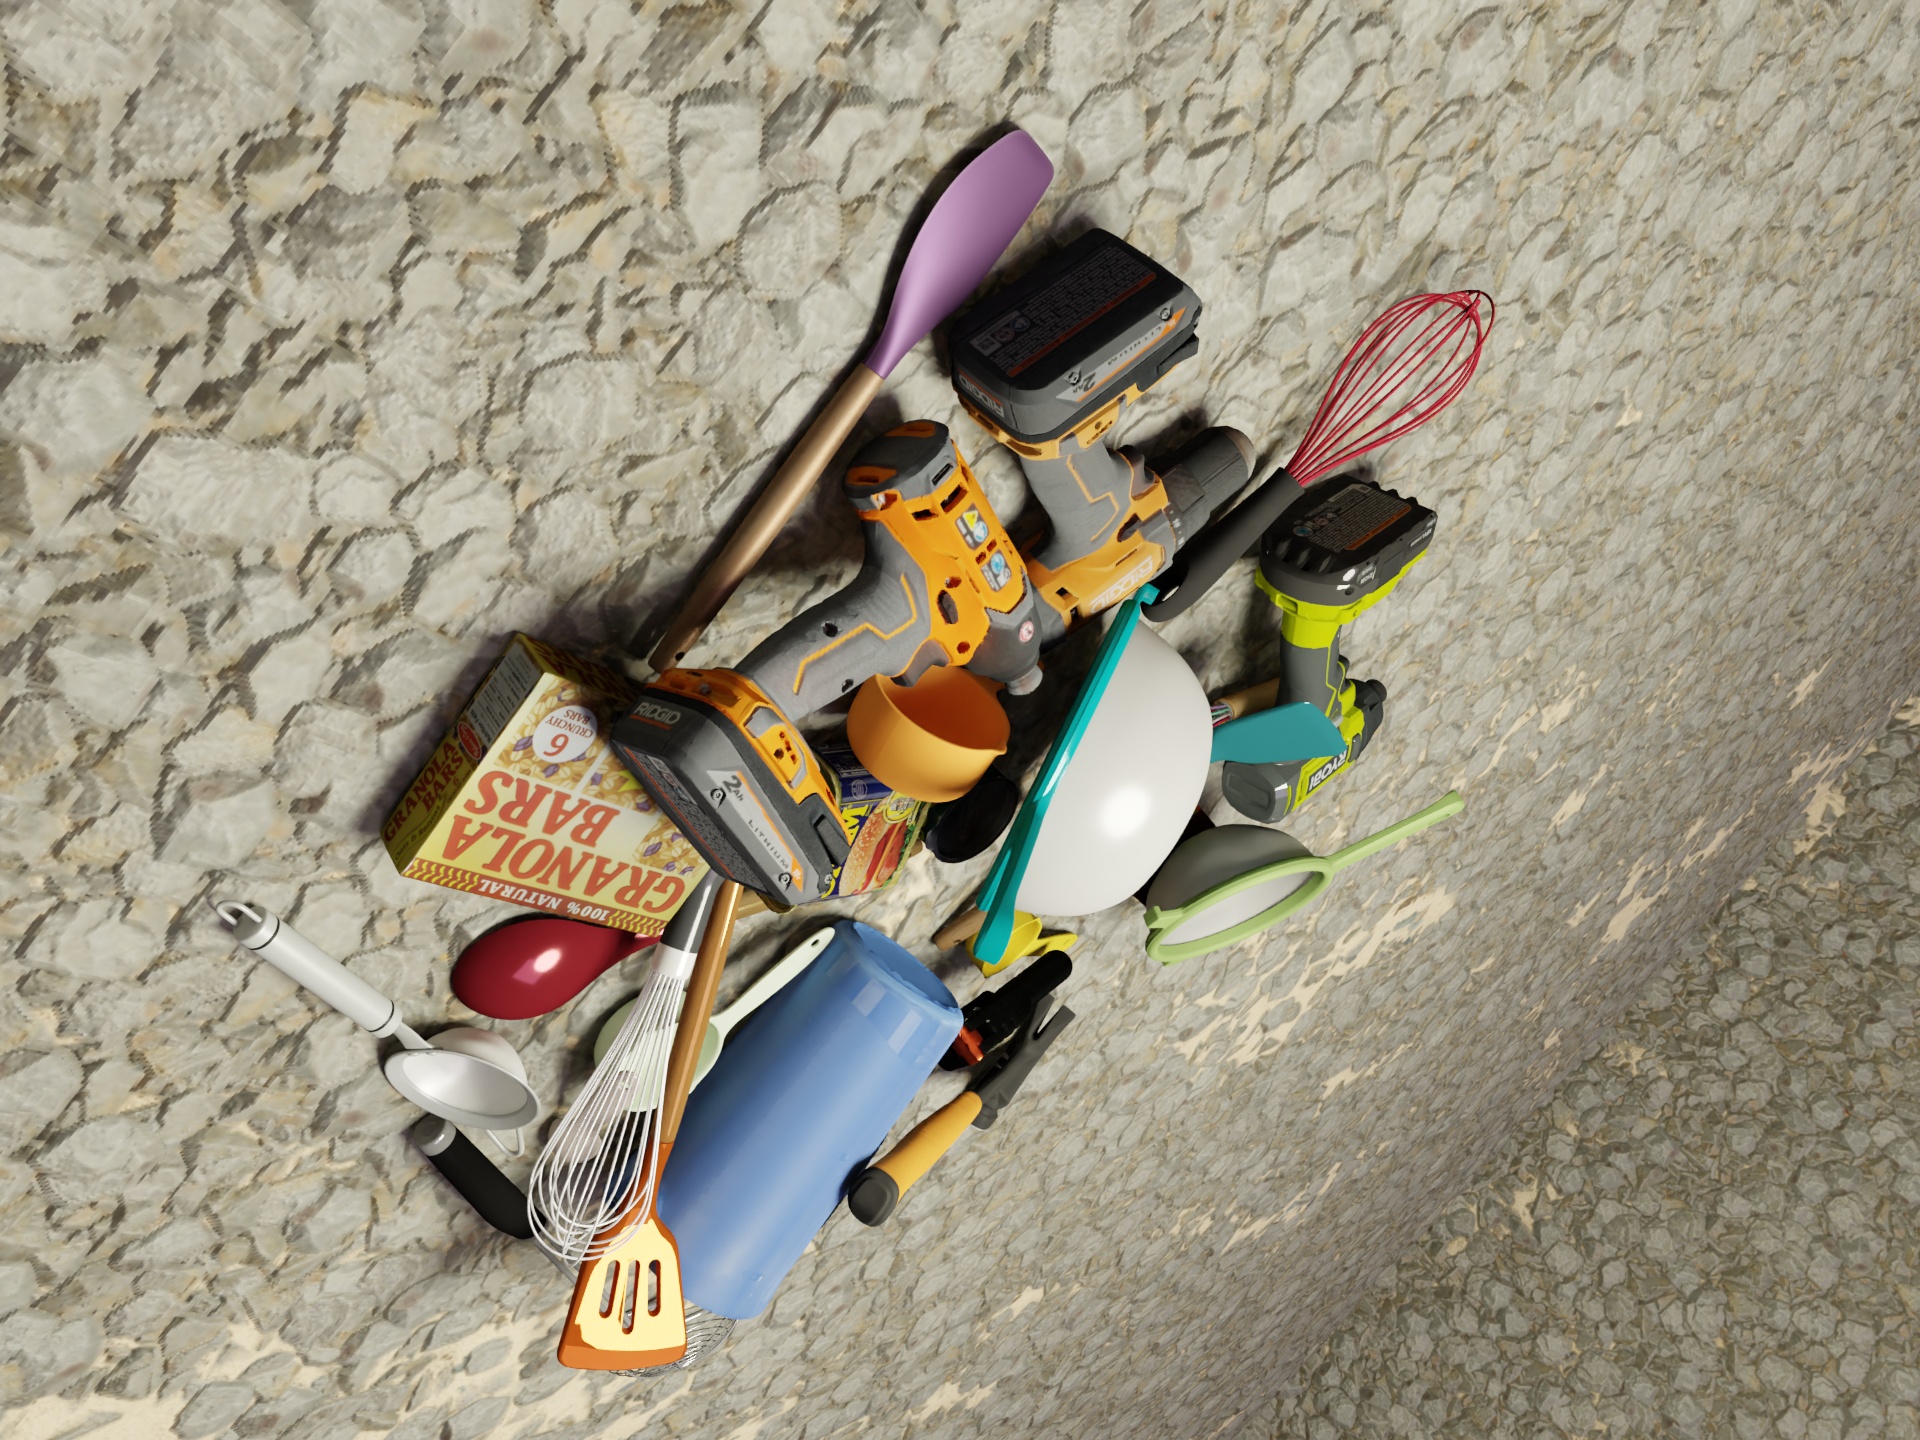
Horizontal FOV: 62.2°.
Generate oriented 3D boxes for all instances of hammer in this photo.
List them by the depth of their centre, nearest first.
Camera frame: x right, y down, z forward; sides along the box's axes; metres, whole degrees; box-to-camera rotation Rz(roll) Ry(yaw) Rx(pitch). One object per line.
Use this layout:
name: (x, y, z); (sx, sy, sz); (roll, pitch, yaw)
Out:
hammer: (-0.001, 0.284, 1.150); (0.127, 0.034, 0.337); (-56, 167, 12)

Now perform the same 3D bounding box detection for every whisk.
whisk: (-0.171, 0.164, 0.884); (0.070, 0.070, 0.284); (25, 83, -54)
whisk: (0.227, -0.169, 1.024); (0.296, 0.073, 0.073); (-44, 145, 6)
whisk: (0.177, -0.005, 1.151); (0.245, 0.047, 0.051); (-18, 149, -40)

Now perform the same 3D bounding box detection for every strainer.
strainer: (-0.292, 0.155, 0.820); (0.087, 0.050, 0.258); (-6, 143, 19)
strainer: (0.082, 0.062, 0.913); (0.211, 0.095, 0.340); (-65, 178, 25)
strainer: (0.242, 0.094, 1.178); (0.256, 0.069, 0.151); (-26, 156, 2)

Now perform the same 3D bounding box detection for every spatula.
spatula: (-0.059, -0.150, 0.776); (0.316, 0.018, 0.059); (-53, 149, 8)
spatula: (-0.165, 0.227, 0.931); (0.081, 0.041, 0.322); (11, 101, -29)
spatula: (0.113, 0.077, 1.096); (0.317, 0.044, 0.082); (-35, 142, 12)

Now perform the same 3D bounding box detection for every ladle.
ladle: (-0.146, 0.114, 0.945); (0.315, 0.031, 0.069); (-15, 131, -39)

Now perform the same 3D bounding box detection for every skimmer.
skimmer: (-0.252, 0.336, 1.044); (0.127, 0.090, 0.362); (-18, 132, 6)

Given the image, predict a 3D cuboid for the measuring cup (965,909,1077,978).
measuring cup: (0.050, 0.162, 1.204); (0.062, 0.029, 0.156); (-50, 157, 12)

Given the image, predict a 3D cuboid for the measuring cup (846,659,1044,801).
measuring cup: (-0.002, -0.003, 0.946); (0.052, 0.095, 0.173); (-57, 163, 27)

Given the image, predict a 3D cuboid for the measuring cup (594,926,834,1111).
measuring cup: (-0.153, 0.172, 0.985); (0.167, 0.038, 0.083); (-37, 144, -16)

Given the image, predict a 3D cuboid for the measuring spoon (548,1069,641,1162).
measuring spoon: (-0.219, 0.239, 0.951); (0.124, 0.034, 0.018); (-48, -167, 44)

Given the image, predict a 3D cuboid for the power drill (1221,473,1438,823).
power drill: (0.265, -0.052, 1.135); (0.171, 0.080, 0.223); (-33, 139, -35)

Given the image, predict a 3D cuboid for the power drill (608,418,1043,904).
power drill: (-0.048, -0.019, 0.799); (0.226, 0.084, 0.164); (-49, 127, -23)

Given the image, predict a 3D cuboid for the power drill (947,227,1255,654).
power drill: (0.088, -0.156, 0.874); (0.185, 0.084, 0.226); (-37, 148, -14)
